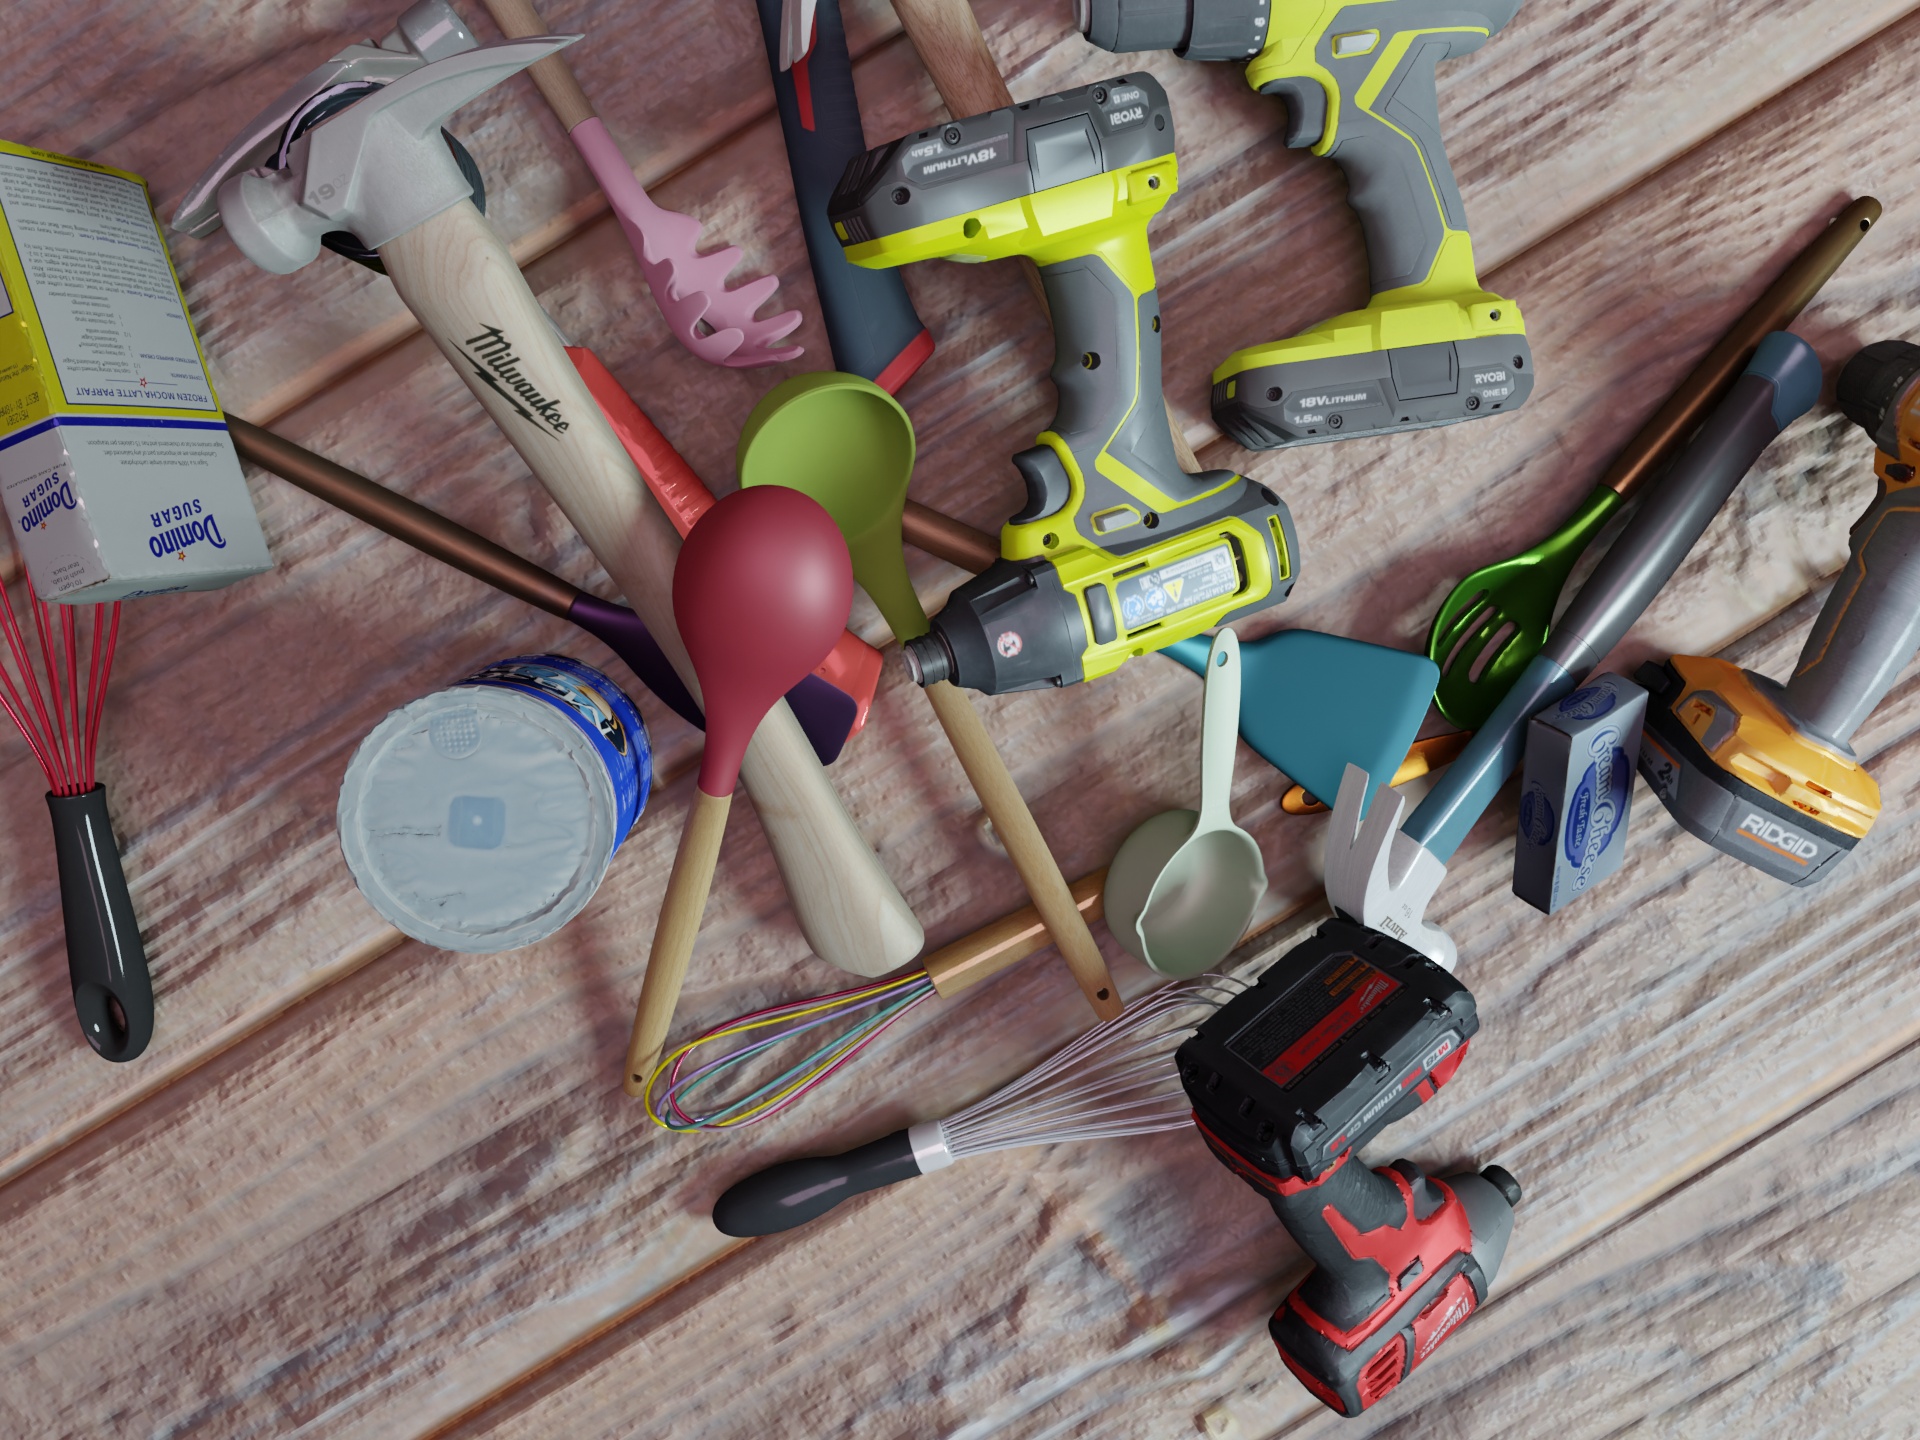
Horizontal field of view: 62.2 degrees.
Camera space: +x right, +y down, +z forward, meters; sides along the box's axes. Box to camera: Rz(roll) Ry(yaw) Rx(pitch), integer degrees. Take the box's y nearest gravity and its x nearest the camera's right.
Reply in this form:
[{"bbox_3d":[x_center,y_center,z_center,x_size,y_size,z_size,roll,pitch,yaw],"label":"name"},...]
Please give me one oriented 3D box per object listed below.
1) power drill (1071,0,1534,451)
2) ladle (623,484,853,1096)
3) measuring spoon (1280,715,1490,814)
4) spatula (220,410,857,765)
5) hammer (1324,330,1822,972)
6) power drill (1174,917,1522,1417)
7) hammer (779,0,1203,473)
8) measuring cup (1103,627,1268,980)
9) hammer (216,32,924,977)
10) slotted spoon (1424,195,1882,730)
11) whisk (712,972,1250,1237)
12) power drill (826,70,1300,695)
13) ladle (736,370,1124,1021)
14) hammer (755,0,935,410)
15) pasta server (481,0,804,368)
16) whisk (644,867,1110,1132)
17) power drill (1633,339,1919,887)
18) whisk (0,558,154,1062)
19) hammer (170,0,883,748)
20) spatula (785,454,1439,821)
[{"bbox_3d":[0.154,-0.238,0.689,0.190,0.080,0.228,-8,95,-5],"label":"power drill"},{"bbox_3d":[-0.110,0.047,0.669,0.069,0.031,0.315,16,121,-5],"label":"ladle"},{"bbox_3d":[0.208,0.023,0.759,0.117,0.011,0.021,-19,99,-2],"label":"measuring spoon"},{"bbox_3d":[-0.192,-0.060,0.697,0.316,0.018,0.059,27,127,-1],"label":"spatula"},{"bbox_3d":[0.279,-0.033,0.722,0.331,0.033,0.128,-53,133,1],"label":"hammer"},{"bbox_3d":[0.188,0.203,0.718,0.143,0.079,0.219,-35,124,-18],"label":"power drill"},{"bbox_3d":[0.033,-0.210,0.684,0.130,0.031,0.331,-33,106,-14],"label":"hammer"},{"bbox_3d":[0.102,0.035,0.717,0.083,0.038,0.167,-11,113,-35],"label":"measuring cup"},{"bbox_3d":[-0.113,-0.059,0.643,0.146,0.038,0.410,-22,116,17],"label":"hammer"},{"bbox_3d":[0.321,-0.123,0.742,0.070,0.031,0.314,41,90,-26],"label":"slotted spoon"},{"bbox_3d":[0.017,0.189,0.747,0.284,0.070,0.070,-20,99,4],"label":"whisk"},{"bbox_3d":[0.034,-0.127,0.640,0.171,0.080,0.223,-21,108,-15],"label":"power drill"},{"bbox_3d":[-0.001,-0.002,0.694,0.078,0.062,0.320,-28,100,-2],"label":"ladle"},{"bbox_3d":[-0.089,-0.324,0.677,0.143,0.038,0.386,-11,98,-2],"label":"hammer"},{"bbox_3d":[-0.170,-0.281,0.676,0.040,0.060,0.316,-28,97,31],"label":"pasta server"},{"bbox_3d":[-0.034,0.128,0.739,0.245,0.051,0.047,-26,93,-4],"label":"whisk"},{"bbox_3d":[0.390,-0.062,0.703,0.084,0.185,0.226,25,114,-8],"label":"power drill"},{"bbox_3d":[-0.387,0.012,0.689,0.073,0.073,0.295,-4,104,-4],"label":"whisk"},{"bbox_3d":[-0.167,-0.127,0.697,0.149,0.037,0.359,-39,98,1],"label":"hammer"},{"bbox_3d":[0.057,-0.054,0.721,0.317,0.044,0.082,24,101,-6],"label":"spatula"}]
